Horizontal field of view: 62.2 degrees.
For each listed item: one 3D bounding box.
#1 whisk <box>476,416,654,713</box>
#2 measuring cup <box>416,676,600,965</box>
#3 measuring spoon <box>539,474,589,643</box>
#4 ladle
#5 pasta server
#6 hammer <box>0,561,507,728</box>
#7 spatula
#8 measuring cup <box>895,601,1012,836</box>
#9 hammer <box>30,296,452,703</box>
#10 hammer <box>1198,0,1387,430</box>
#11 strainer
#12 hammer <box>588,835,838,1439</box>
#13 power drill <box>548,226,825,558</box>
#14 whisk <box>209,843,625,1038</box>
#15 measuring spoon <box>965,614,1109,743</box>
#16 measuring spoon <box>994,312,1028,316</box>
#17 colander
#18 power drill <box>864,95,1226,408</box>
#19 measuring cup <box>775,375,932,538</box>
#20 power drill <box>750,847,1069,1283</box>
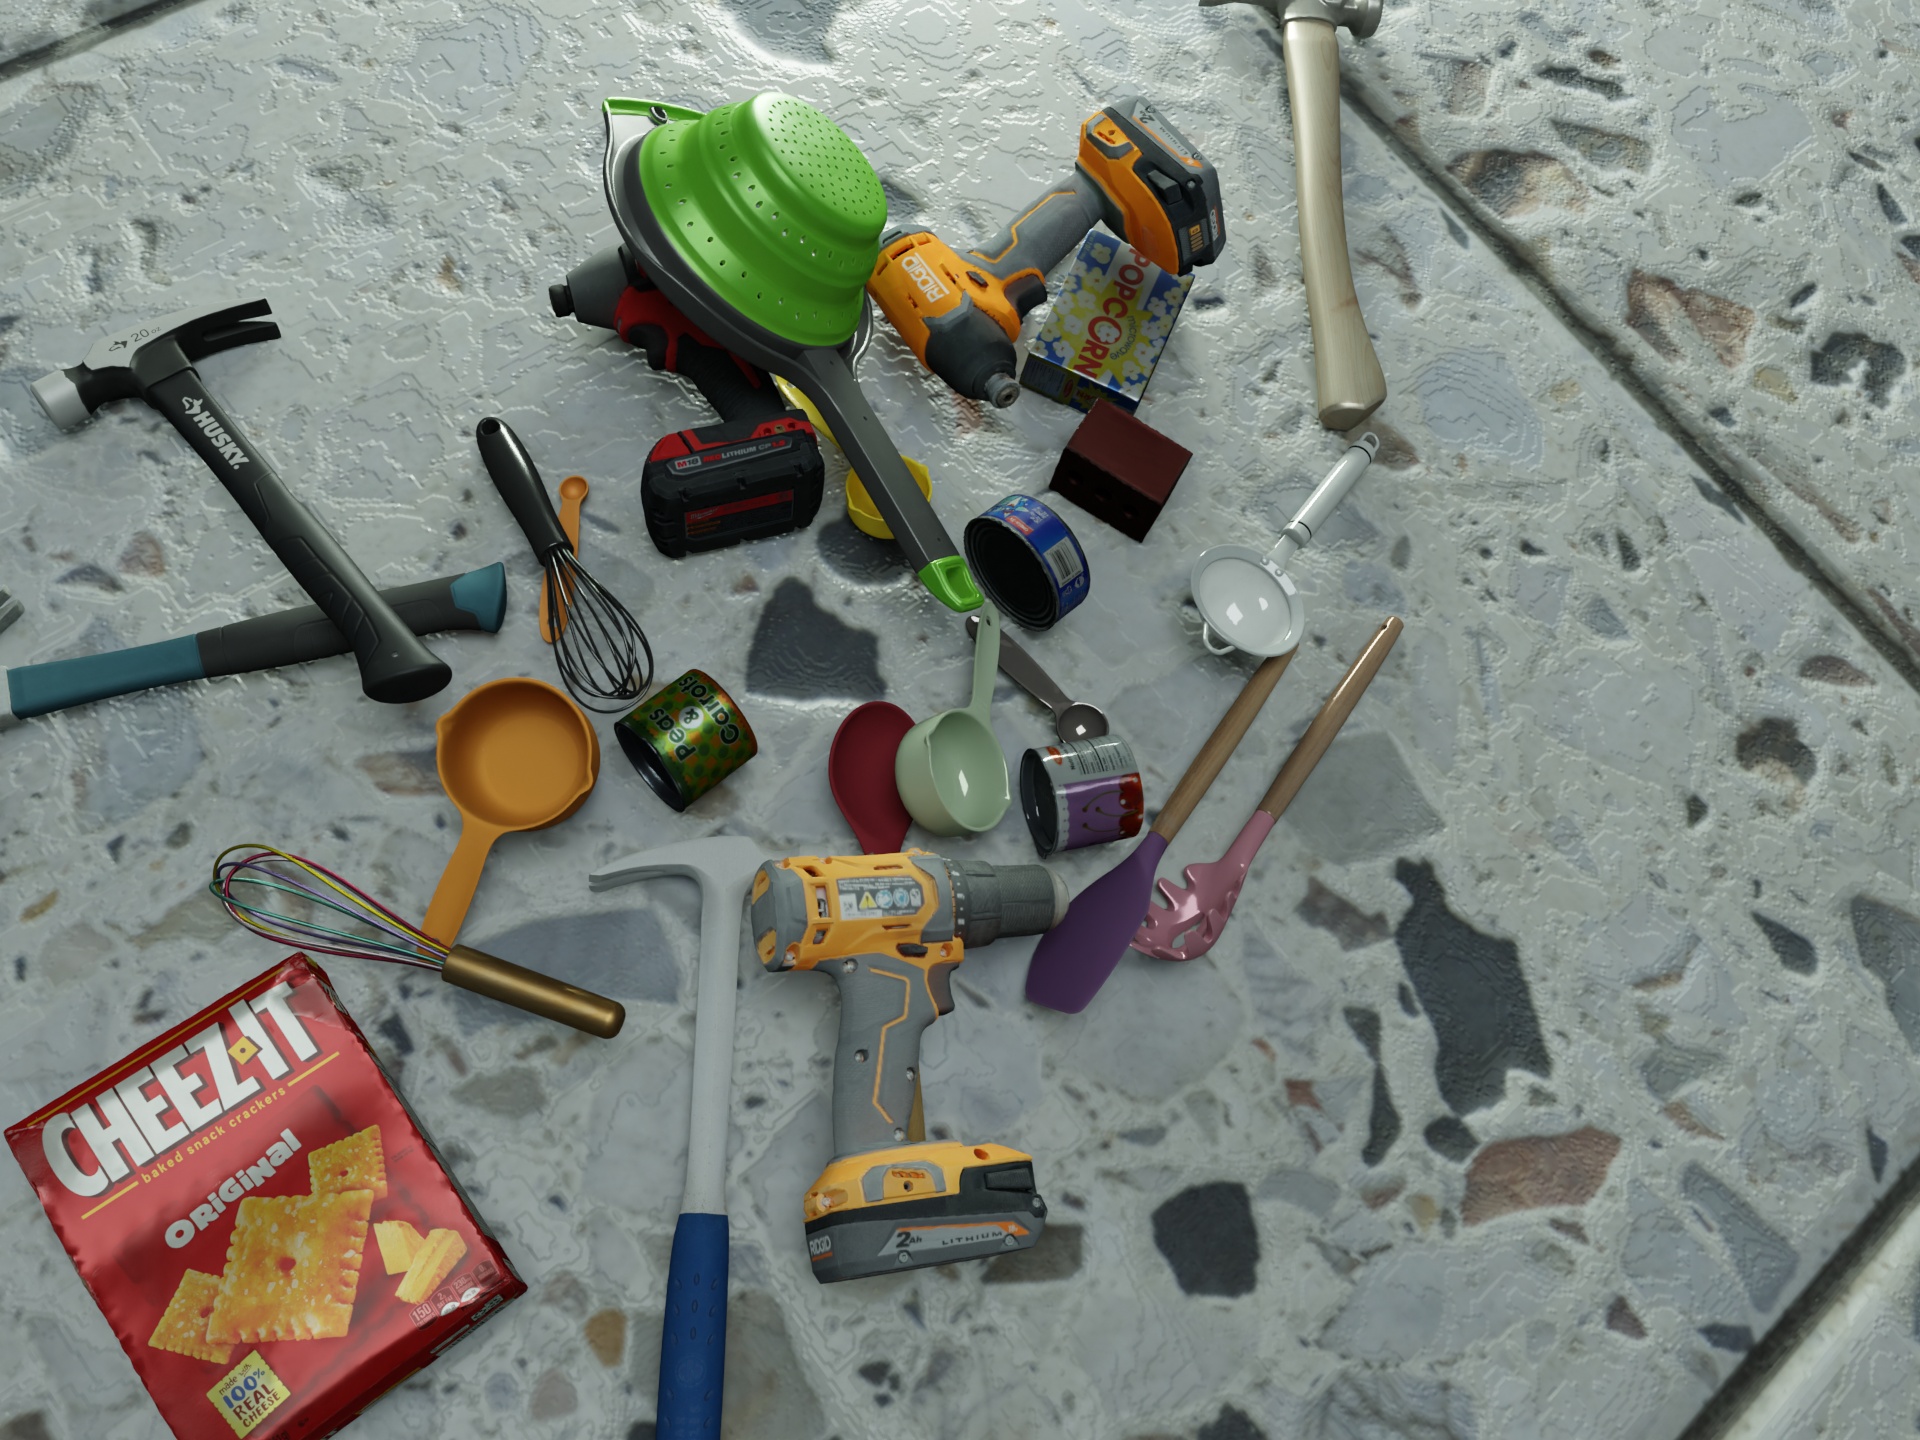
[{"bbox_3d":[-0.252,-0.101,0.981,0.055,0.055,0.239,-23,63,-18],"label":"whisk"},{"bbox_3d":[-0.270,0.060,0.921,0.095,0.052,0.173,22,84,0],"label":"measuring cup"},{"bbox_3d":[-0.251,-0.102,1.010,0.021,0.011,0.117,1,70,6],"label":"measuring spoon"},{"bbox_3d":[-0.039,0.141,0.938,0.069,0.031,0.316,4,68,-30],"label":"ladle"},{"bbox_3d":[0.205,0.037,1.019,0.316,0.060,0.040,-51,124,-26],"label":"pasta server"},{"bbox_3d":[-0.432,-0.040,0.937,0.331,0.033,0.128,-14,72,-16],"label":"hammer"},{"bbox_3d":[0.135,0.056,1.002,0.060,0.018,0.316,11,53,42],"label":"spatula"},{"bbox_3d":[-0.002,-0.003,0.992,0.083,0.038,0.168,39,46,-37],"label":"measuring cup"},{"bbox_3d":[-0.407,-0.131,0.949,0.146,0.035,0.335,-36,68,-23],"label":"hammer"},{"bbox_3d":[0.265,-0.407,1.214,0.146,0.038,0.411,3,68,-7],"label":"hammer"},{"bbox_3d":[0.226,-0.120,1.087,0.087,0.050,0.258,41,61,1],"label":"strainer"},{"bbox_3d":[-0.145,0.258,0.866,0.144,0.035,0.406,4,67,-9],"label":"hammer"},{"bbox_3d":[-0.178,-0.224,1.037,0.143,0.078,0.220,-14,68,-13],"label":"power drill"},{"bbox_3d":[-0.299,0.122,0.869,0.245,0.051,0.047,19,84,4],"label":"whisk"},{"bbox_3d":[0.047,-0.023,1.031,0.034,0.018,0.124,-38,72,-22],"label":"measuring spoon"},{"bbox_3d":[0.056,-0.341,1.155,0.042,0.021,0.129,34,67,4],"label":"measuring spoon"},{"bbox_3d":[-0.072,-0.254,0.992,0.204,0.094,0.397,-21,78,-55],"label":"colander"},{"bbox_3d":[0.063,-0.307,1.072,0.226,0.084,0.164,-31,59,-2],"label":"power drill"},{"bbox_3d":[-0.077,-0.180,1.070,0.062,0.029,0.157,-32,65,-21],"label":"measuring cup"},{"bbox_3d":[-0.012,0.180,0.879,0.185,0.084,0.226,-1,68,-23],"label":"power drill"}]
